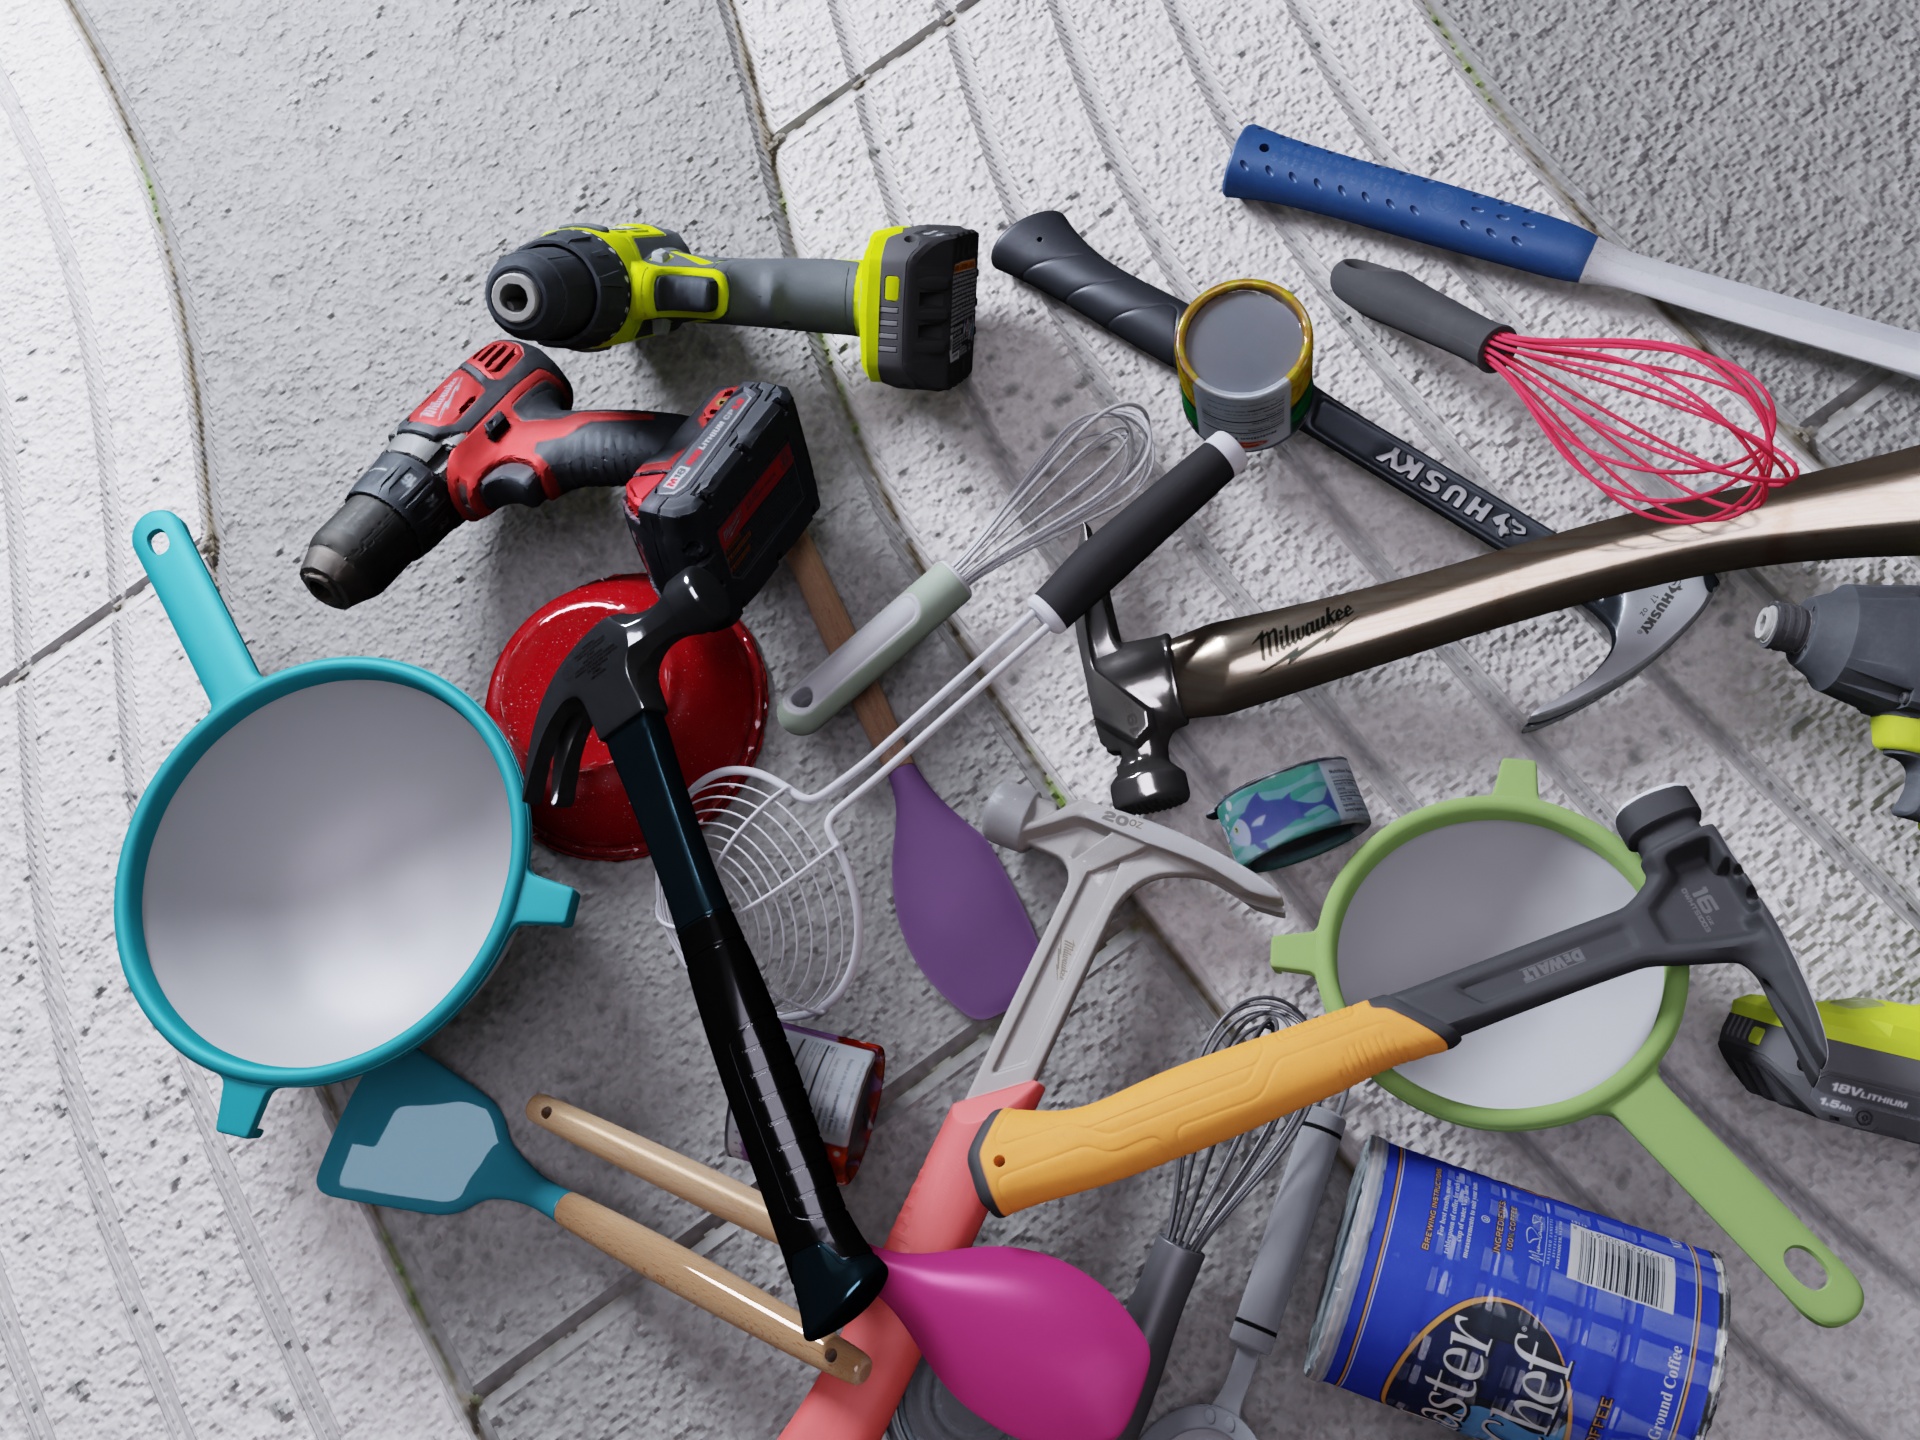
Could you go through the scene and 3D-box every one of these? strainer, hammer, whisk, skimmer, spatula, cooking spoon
[{"bbox_3d":[0.264,0.147,0.672,0.151,0.069,0.257,-37,58,-5],"label":"strainer"},{"bbox_3d":[0.009,0.204,0.703,0.149,0.036,0.359,20,73,24],"label":"hammer"},{"bbox_3d":[0.261,-0.165,0.733,0.073,0.073,0.296,-36,39,-2],"label":"whisk"},{"bbox_3d":[0.254,-0.071,0.732,0.410,0.038,0.146,-14,75,16],"label":"hammer"},{"bbox_3d":[-0.001,-0.002,0.772,0.363,0.090,0.127,-42,73,-4],"label":"skimmer"},{"bbox_3d":[0.127,0.276,0.689,0.087,0.050,0.258,-3,59,56],"label":"strainer"},{"bbox_3d":[-0.171,0.233,0.729,0.318,0.044,0.082,13,72,34],"label":"spatula"},{"bbox_3d":[-0.068,0.222,0.687,0.319,0.017,0.069,16,72,27],"label":"cooking spoon"},{"bbox_3d":[-0.335,0.033,0.822,0.211,0.095,0.341,-34,68,-3],"label":"strainer"},{"bbox_3d":[-0.107,0.101,0.698,0.128,0.033,0.331,-32,69,21],"label":"hammer"},{"bbox_3d":[0.100,0.235,0.706,0.055,0.055,0.239,23,83,16],"label":"whisk"},{"bbox_3d":[0.004,-0.077,0.806,0.246,0.059,0.058,-41,59,-6],"label":"whisk"},{"bbox_3d":[0.164,0.139,0.647,0.337,0.034,0.127,-21,55,6],"label":"hammer"},{"bbox_3d":[0.333,-0.236,0.810,0.405,0.035,0.144,23,79,16],"label":"hammer"},{"bbox_3d":[-0.042,0.005,0.815,0.060,0.018,0.316,-24,71,-2],"label":"spatula"},{"bbox_3d":[0.182,-0.150,0.813,0.409,0.036,0.149,36,83,19],"label":"hammer"}]

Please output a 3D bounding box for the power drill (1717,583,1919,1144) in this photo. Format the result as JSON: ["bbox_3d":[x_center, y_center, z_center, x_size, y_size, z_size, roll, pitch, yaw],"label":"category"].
[{"bbox_3d":[0.401,0.059,0.657,0.171,0.080,0.223,13,87,6],"label":"power drill"}]

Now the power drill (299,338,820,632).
[{"bbox_3d":[-0.208,-0.113,0.815,0.227,0.080,0.188,14,52,23],"label":"power drill"}]

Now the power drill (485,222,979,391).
[{"bbox_3d":[-0.113,-0.217,0.814,0.228,0.191,0.080,5,109,7],"label":"power drill"}]
